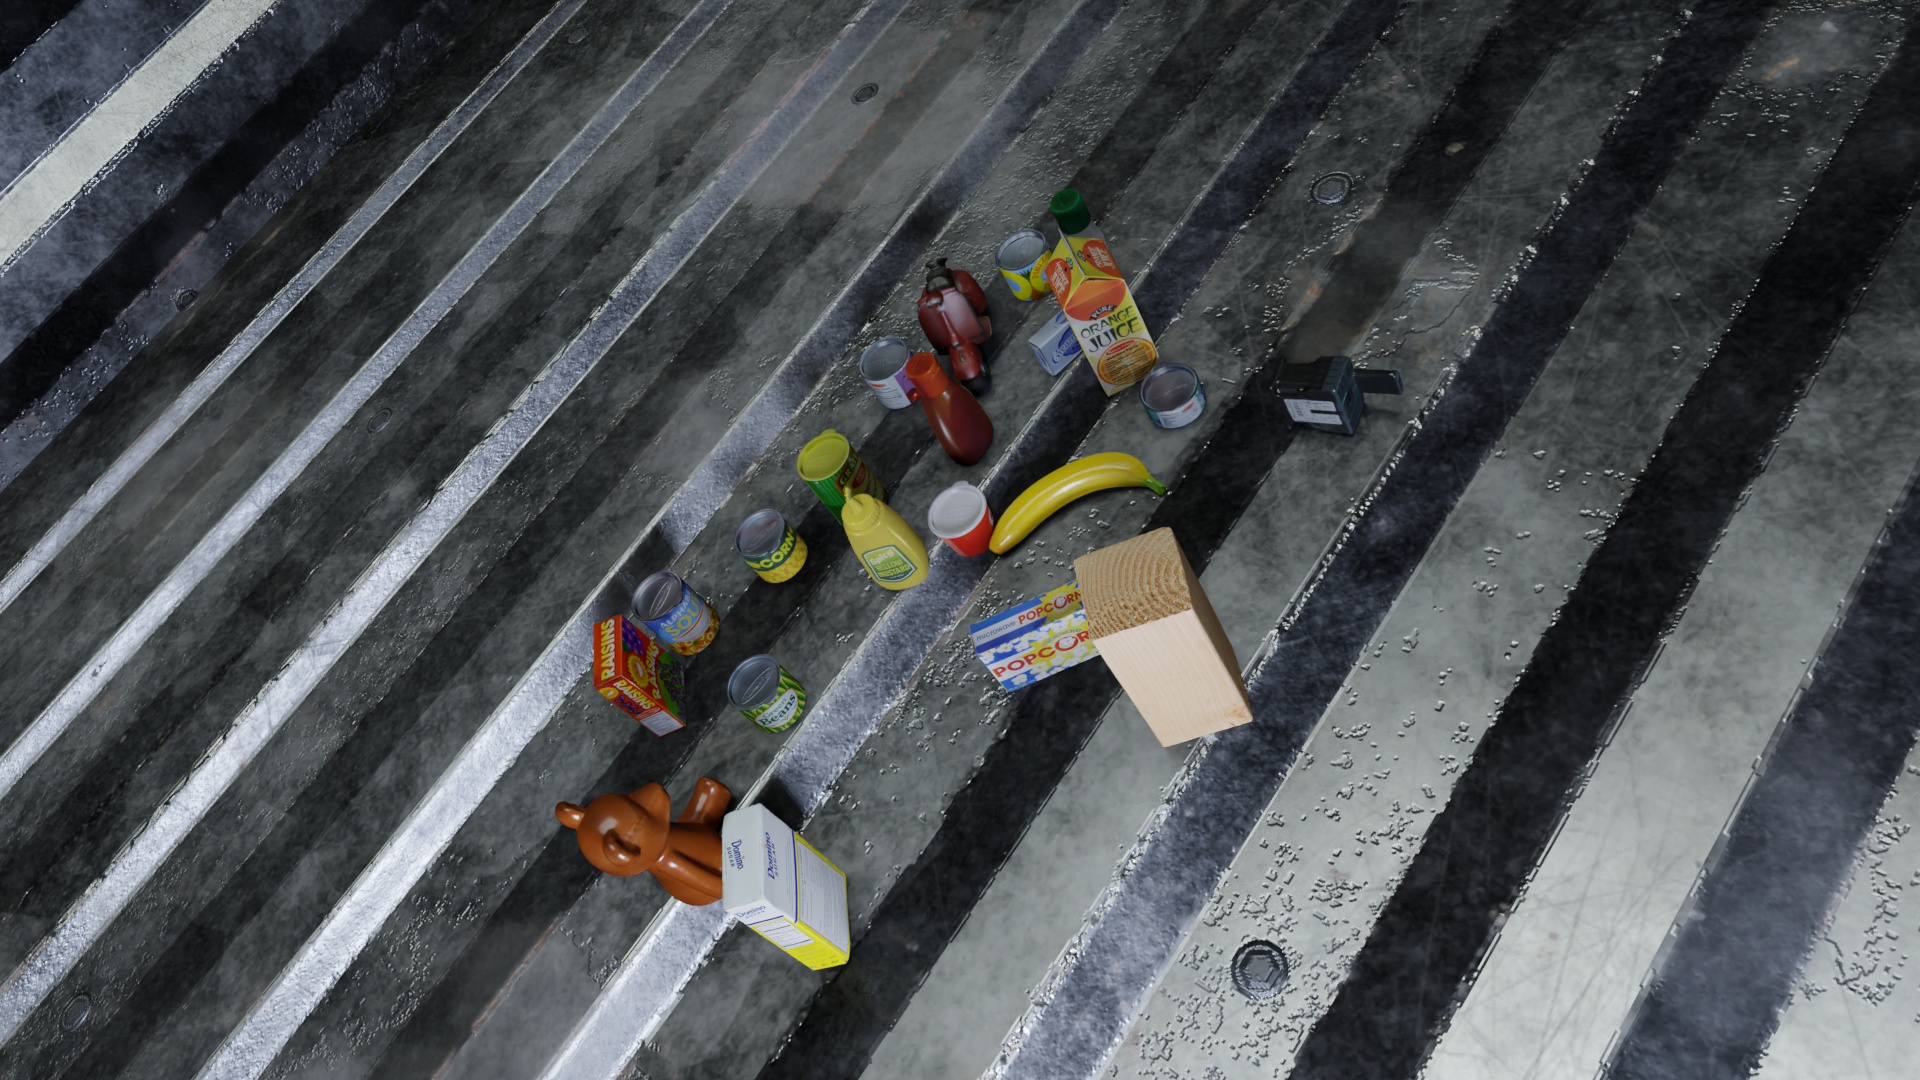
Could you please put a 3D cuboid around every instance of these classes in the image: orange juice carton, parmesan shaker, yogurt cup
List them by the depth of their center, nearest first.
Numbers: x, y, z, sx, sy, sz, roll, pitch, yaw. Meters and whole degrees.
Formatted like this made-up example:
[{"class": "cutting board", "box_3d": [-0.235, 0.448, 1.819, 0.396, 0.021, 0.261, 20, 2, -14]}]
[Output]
[{"class": "orange juice carton", "box_3d": [0.150, -0.251, 1.500, 0.073, 0.192, 0.072, -26, 49, 9]}, {"class": "yogurt cup", "box_3d": [0.005, -0.019, 1.501, 0.072, 0.053, 0.073, -14, 52, 19]}, {"class": "parmesan shaker", "box_3d": [-0.132, -0.069, 1.577, 0.071, 0.102, 0.071, -14, 52, 19]}]

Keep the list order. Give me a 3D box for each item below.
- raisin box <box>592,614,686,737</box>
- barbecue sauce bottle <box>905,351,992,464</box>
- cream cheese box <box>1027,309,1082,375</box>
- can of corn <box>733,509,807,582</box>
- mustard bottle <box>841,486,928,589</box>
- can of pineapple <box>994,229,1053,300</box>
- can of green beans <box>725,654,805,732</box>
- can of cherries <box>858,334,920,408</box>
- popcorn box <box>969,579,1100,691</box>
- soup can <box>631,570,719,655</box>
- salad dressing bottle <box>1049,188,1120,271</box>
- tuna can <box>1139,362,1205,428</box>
[{"class": "raisin box", "box_3d": [-0.352, 0.149, 1.523, 0.040, 0.123, 0.086, -22, 50, 13]}, {"class": "barbecue sauce bottle", "box_3d": [-0.014, -0.150, 1.543, 0.043, 0.148, 0.065, 11, 63, 34]}, {"class": "cream cheese box", "box_3d": [0.129, -0.243, 1.598, 0.104, 0.053, 0.024, -43, 48, -6]}, {"class": "can of corn", "box_3d": [-0.216, 0.008, 1.596, 0.071, 0.058, 0.071, -14, 52, 19]}, {"class": "mustard bottle", "box_3d": [-0.088, -0.006, 1.470, 0.065, 0.159, 0.049, -18, 51, 16]}, {"class": "can of pineapple", "box_3d": [0.084, -0.333, 1.685, 0.071, 0.057, 0.071, -14, 52, 19]}, {"class": "can of green beans", "box_3d": [-0.207, 0.164, 1.479, 0.071, 0.057, 0.071, -14, 52, 19]}, {"class": "can of cherries", "box_3d": [-0.080, -0.204, 1.677, 0.071, 0.058, 0.072, -14, 52, 19]}, {"class": "popcorn box", "box_3d": [0.083, 0.093, 1.358, 0.126, 0.085, 0.038, -24, 49, 11]}, {"class": "soup can", "box_3d": [-0.321, 0.084, 1.580, 0.071, 0.083, 0.072, -14, 52, 19]}, {"class": "salad dressing bottle", "box_3d": [0.145, -0.340, 1.597, 0.044, 0.147, 0.064, -30, 49, 6]}, {"class": "tuna can", "box_3d": [0.228, -0.157, 1.498, 0.071, 0.032, 0.071, -14, 52, 19]}]
